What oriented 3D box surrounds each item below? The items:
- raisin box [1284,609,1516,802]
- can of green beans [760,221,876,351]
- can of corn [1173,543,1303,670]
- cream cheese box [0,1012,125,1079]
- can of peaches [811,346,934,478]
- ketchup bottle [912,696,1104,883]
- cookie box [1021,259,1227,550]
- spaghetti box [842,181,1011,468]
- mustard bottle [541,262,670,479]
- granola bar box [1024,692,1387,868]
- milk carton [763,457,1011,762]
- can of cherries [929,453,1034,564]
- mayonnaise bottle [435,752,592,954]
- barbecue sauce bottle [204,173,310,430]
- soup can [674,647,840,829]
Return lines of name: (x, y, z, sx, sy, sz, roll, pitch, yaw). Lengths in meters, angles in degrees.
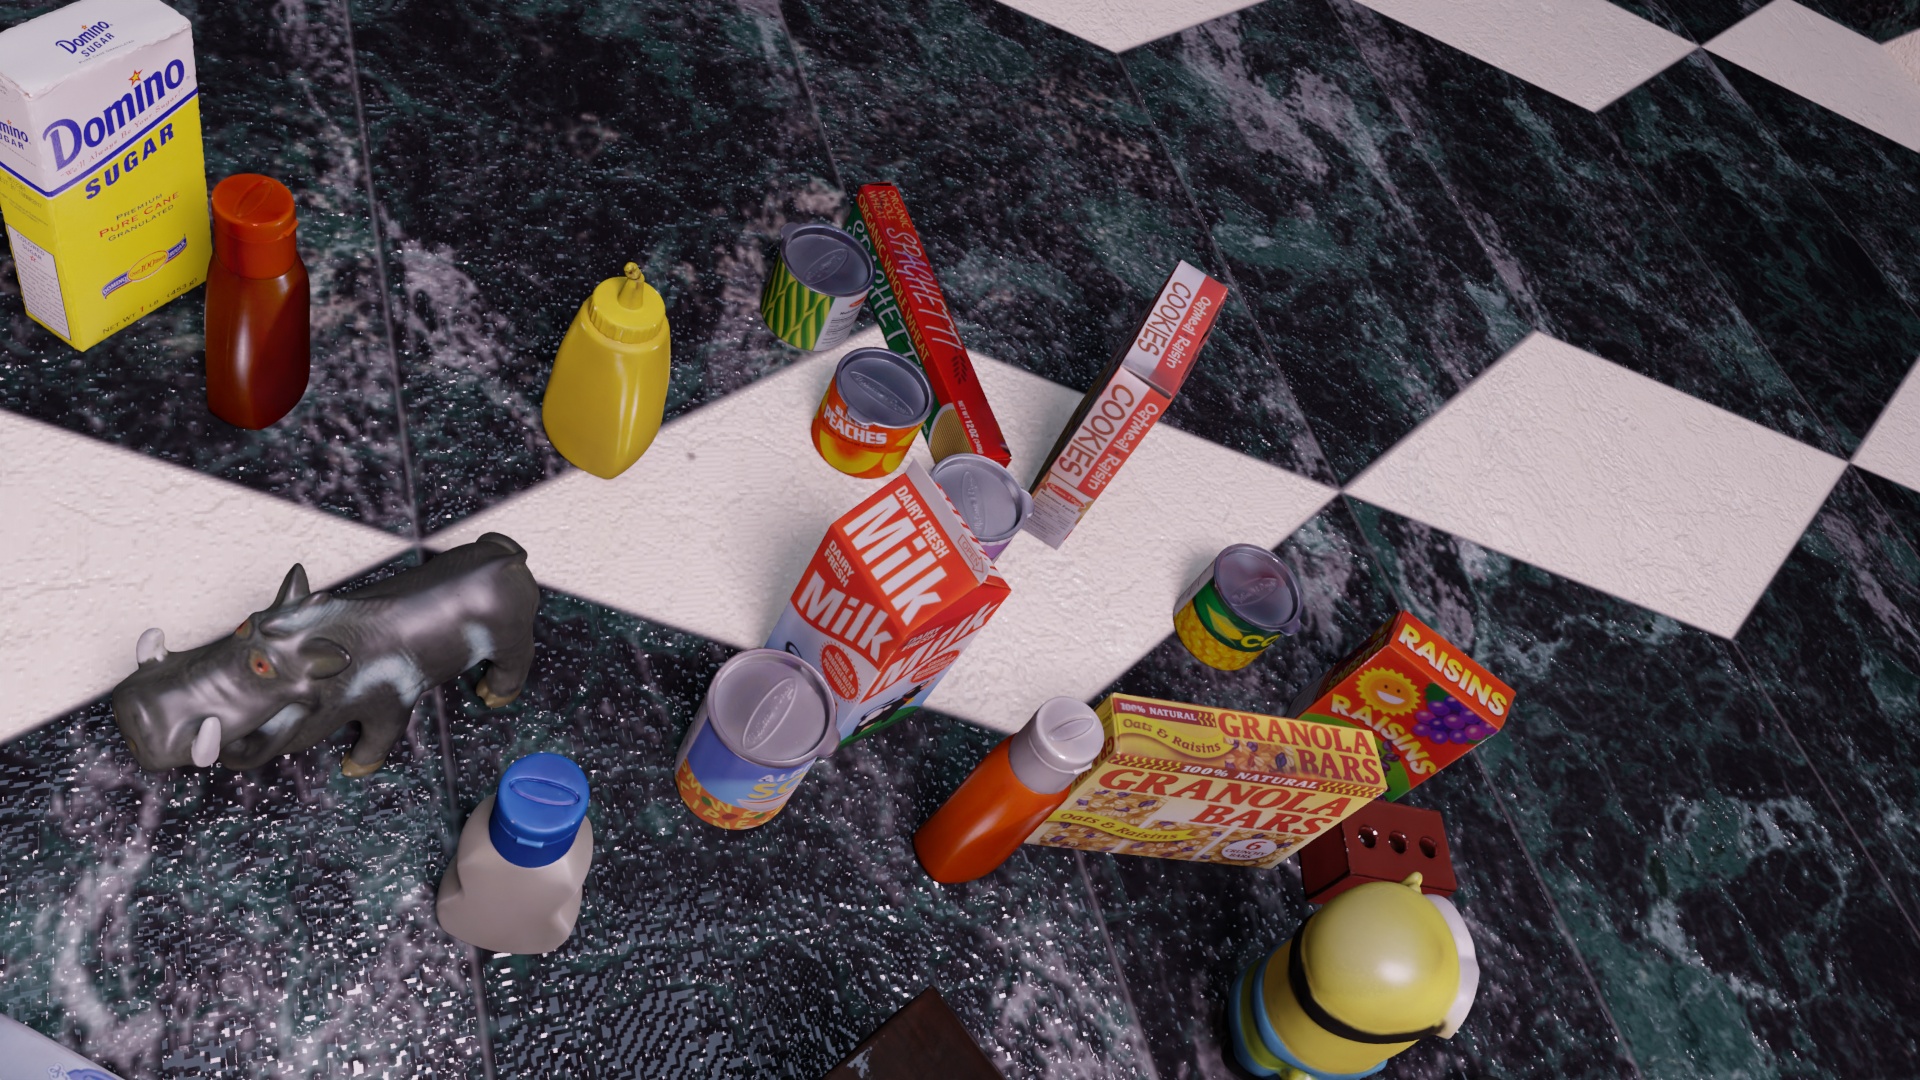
raisin box: (0.272, 0.109, 0.874, 0.086, 0.122, 0.040, 38, 49, 4)
can of green beans: (-0.098, -0.172, 0.944, 0.071, 0.057, 0.071, 13, 52, -17)
can of corn: (0.185, 0.047, 0.920, 0.071, 0.058, 0.071, 13, 52, -17)
cream cheese box: (-0.338, 0.227, 0.545, 0.104, 0.053, 0.024, 31, 49, -2)
can of peaches: (-0.059, -0.080, 0.896, 0.071, 0.057, 0.071, 13, 52, -17)
ketchup bottle: (0.028, 0.131, 0.725, 0.065, 0.148, 0.043, -17, 66, -34)
cookie box: (0.103, -0.086, 0.906, 0.040, 0.166, 0.123, 32, 49, -1)
spaghetti box: (-0.027, -0.142, 0.961, 0.029, 0.050, 0.251, -6, 60, -29)
mustard bottle: (-0.193, -0.100, 0.779, 0.065, 0.159, 0.049, 35, 49, 1)
granola bar box: (0.134, 0.139, 0.786, 0.166, 0.123, 0.039, 10, 53, -19)
milk carton: (-0.038, 0.037, 0.735, 0.074, 0.189, 0.072, -22, 68, -35)
can of cherries: (0.003, -0.011, 0.875, 0.071, 0.058, 0.072, 13, 52, -17)
mayonnaise bottle: (-0.193, 0.140, 0.614, 0.065, 0.147, 0.041, 17, 51, -14)
barbecue sauce bottle: (-0.365, -0.124, 0.722, 0.044, 0.147, 0.065, 23, 50, -9)
soup can: (-0.106, 0.106, 0.722, 0.071, 0.083, 0.072, 13, 52, -17)
